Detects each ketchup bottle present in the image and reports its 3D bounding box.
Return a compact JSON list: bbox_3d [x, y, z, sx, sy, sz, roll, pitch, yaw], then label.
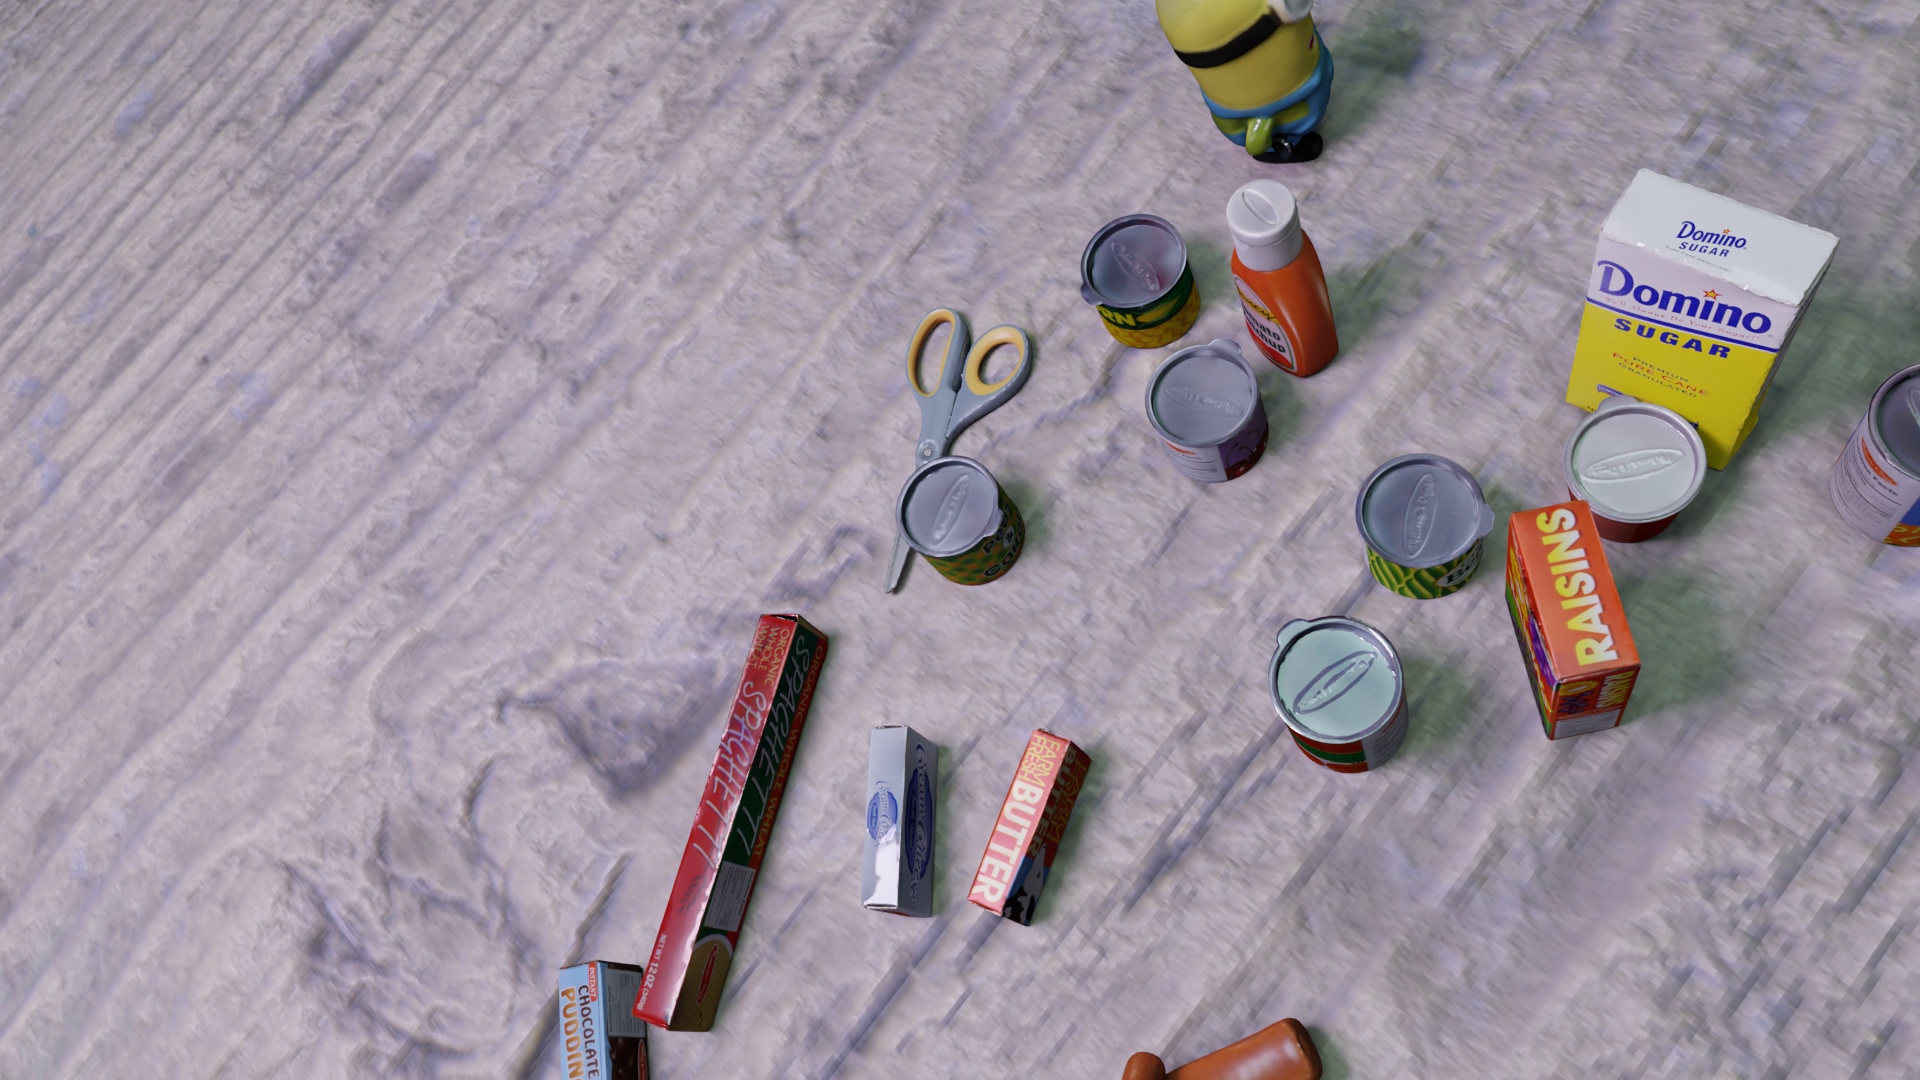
[{"bbox_3d":[0.183,-0.151,0.798,0.043,0.148,0.065,-39,62,2],"label":"ketchup bottle"}]

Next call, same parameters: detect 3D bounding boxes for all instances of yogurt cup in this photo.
[{"bbox_3d":[0.357,-0.033,0.741,0.072,0.054,0.072,-7,67,17],"label":"yogurt cup"}]

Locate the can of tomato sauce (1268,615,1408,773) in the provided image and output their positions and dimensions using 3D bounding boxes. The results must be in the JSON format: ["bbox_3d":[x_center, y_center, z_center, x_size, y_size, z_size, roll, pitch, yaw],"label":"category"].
[{"bbox_3d":[0.200,0.082,0.735,0.071,0.083,0.071,-7,67,17],"label":"can of tomato sauce"}]

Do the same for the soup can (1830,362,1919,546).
[{"bbox_3d":[0.478,-0.042,0.684,0.071,0.083,0.071,-7,67,17],"label":"soup can"}]

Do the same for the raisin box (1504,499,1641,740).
[{"bbox_3d":[0.301,0.042,0.692,0.040,0.123,0.086,-13,66,15],"label":"raisin box"}]

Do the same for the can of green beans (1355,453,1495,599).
[{"bbox_3d":[0.254,-0.007,0.765,0.071,0.057,0.071,-7,67,17],"label":"can of green beans"}]

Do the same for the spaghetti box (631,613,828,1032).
[{"bbox_3d":[-0.135,0.167,0.841,0.029,0.050,0.250,9,73,23],"label":"spaghetti box"}]

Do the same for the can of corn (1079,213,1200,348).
[{"bbox_3d":[0.113,-0.161,0.878,0.071,0.058,0.071,-7,67,17],"label":"can of corn"}]

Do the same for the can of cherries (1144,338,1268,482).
[{"bbox_3d":[0.150,-0.077,0.831,0.071,0.058,0.072,-7,67,17],"label":"can of cherries"}]

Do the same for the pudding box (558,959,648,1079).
[{"bbox_3d":[-0.210,0.293,0.818,0.030,0.049,0.084,-16,65,14],"label":"pudding box"}]

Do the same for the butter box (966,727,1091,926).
[{"bbox_3d":[0.040,0.161,0.779,0.024,0.053,0.104,17,76,25],"label":"butter box"}]

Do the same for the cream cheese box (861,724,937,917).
[{"bbox_3d":[-0.034,0.163,0.804,0.024,0.053,0.104,-5,68,18],"label":"cream cheese box"}]

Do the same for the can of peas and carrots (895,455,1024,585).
[{"bbox_3d":[0.003,-0.011,0.857,0.071,0.058,0.071,-7,67,17],"label":"can of peas and carrots"}]
